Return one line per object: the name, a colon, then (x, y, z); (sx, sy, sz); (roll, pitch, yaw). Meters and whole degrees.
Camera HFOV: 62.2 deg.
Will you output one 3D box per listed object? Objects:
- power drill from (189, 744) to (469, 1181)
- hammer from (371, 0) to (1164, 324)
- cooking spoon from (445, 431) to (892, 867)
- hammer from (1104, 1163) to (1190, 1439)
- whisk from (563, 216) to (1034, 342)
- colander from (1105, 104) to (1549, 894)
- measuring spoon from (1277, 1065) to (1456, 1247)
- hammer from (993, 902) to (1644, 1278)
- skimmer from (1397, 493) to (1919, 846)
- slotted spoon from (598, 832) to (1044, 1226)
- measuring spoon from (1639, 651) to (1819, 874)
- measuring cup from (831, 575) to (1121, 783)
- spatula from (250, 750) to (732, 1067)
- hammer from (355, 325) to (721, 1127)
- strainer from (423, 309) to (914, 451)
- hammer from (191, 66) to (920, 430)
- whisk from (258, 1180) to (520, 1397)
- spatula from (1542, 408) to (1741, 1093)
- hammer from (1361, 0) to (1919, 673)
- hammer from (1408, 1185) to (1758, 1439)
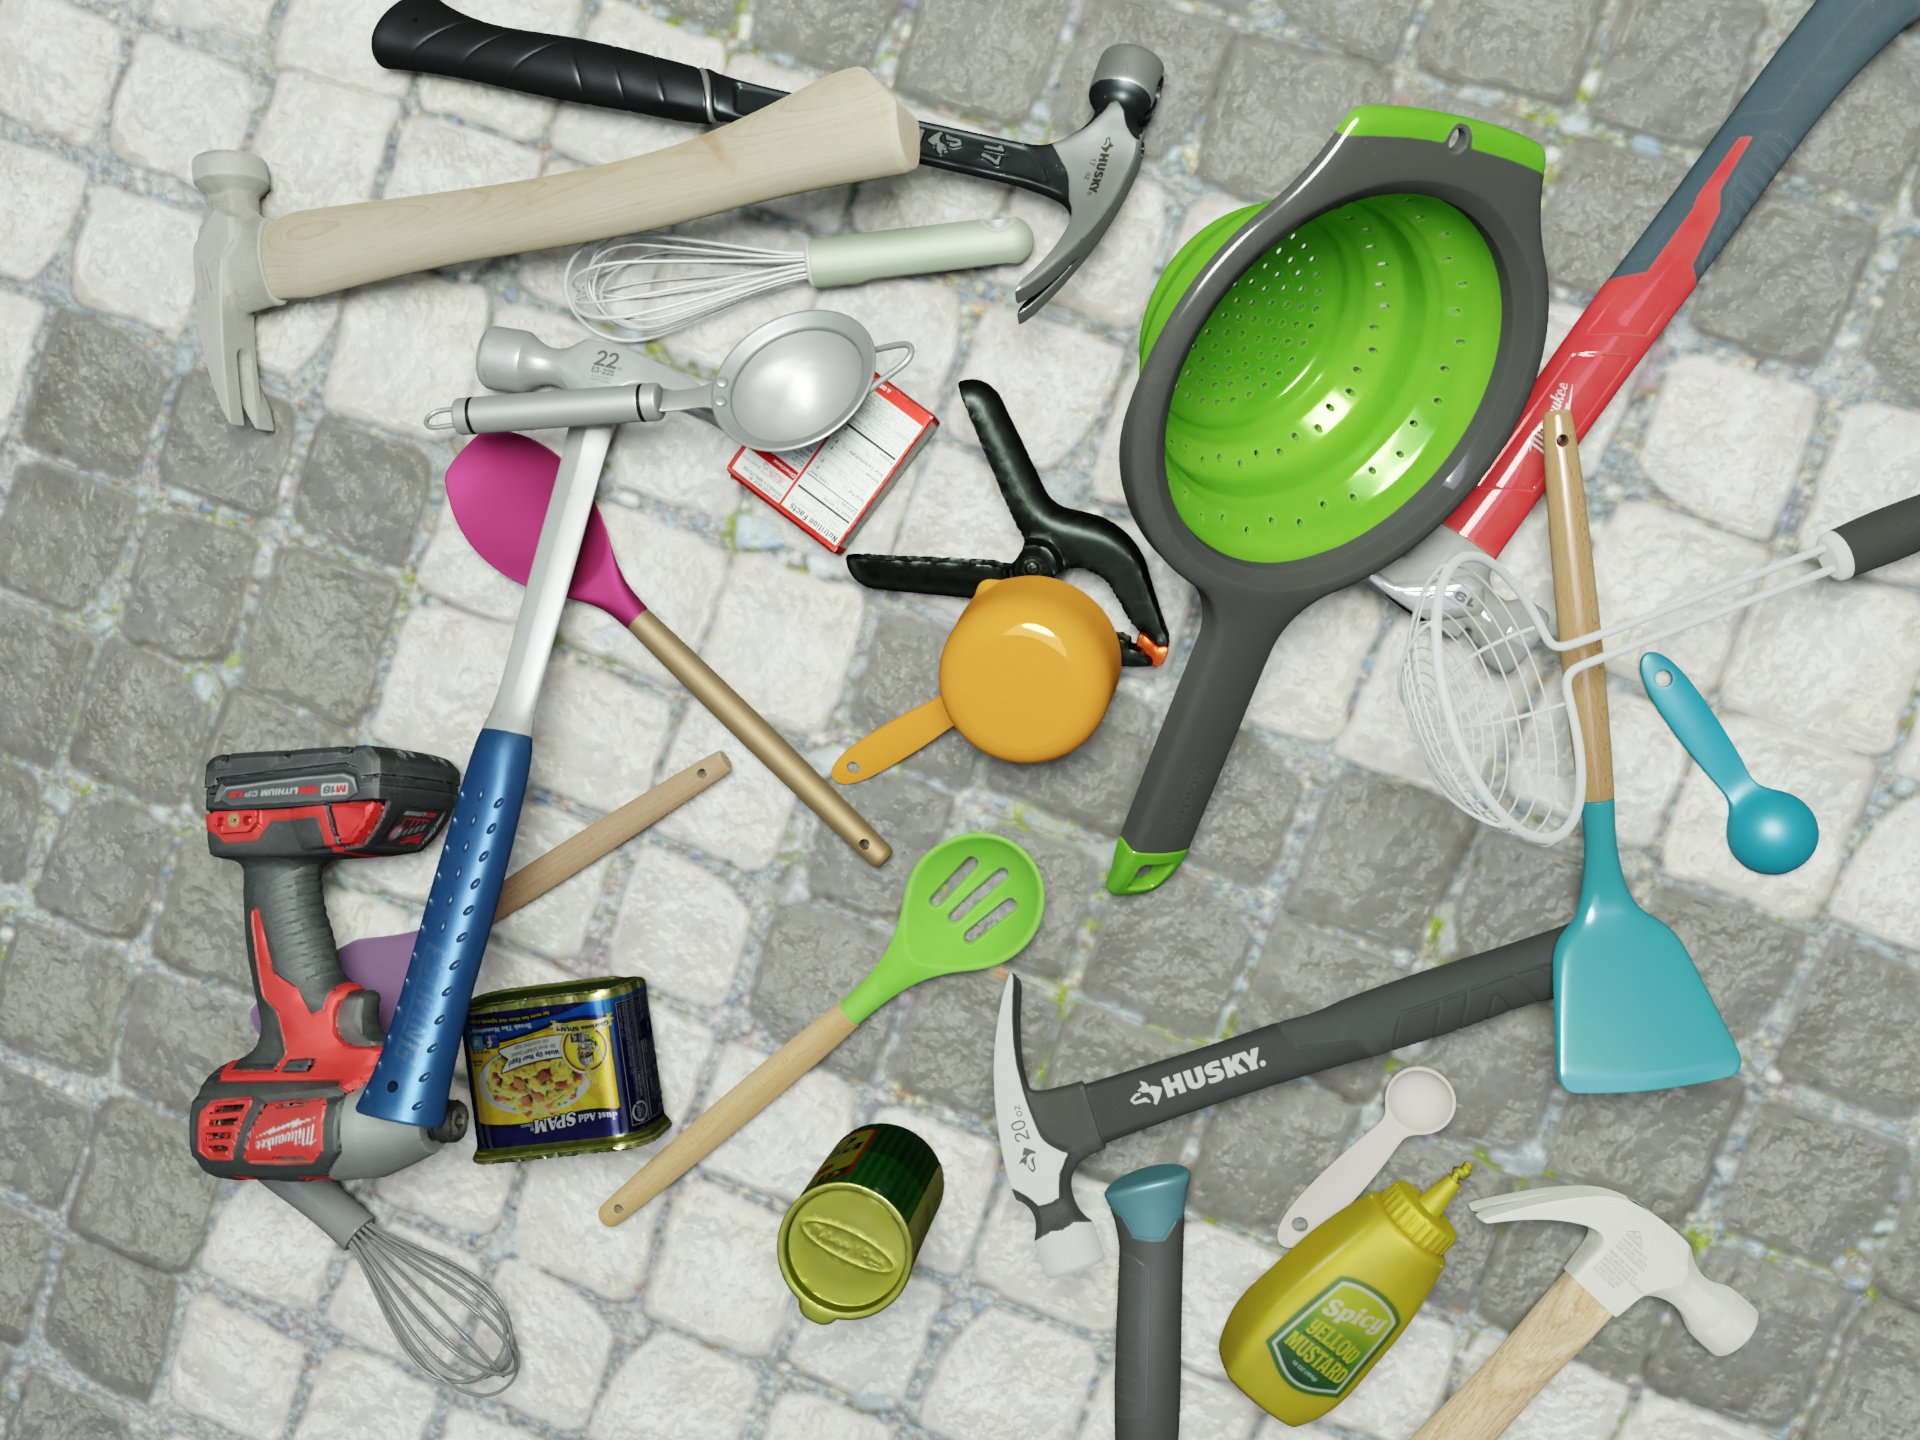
power drill: (-0.323, 0.127, 0.827); (0.143, 0.078, 0.220); (-3, 82, 14)
hammer: (-0.112, -0.309, 0.809); (0.409, 0.036, 0.149); (15, 74, 10)
cooking spoon: (-0.154, -0.036, 0.849); (0.319, 0.017, 0.069); (44, 93, 4)
hammer: (0.095, 0.395, 0.826); (0.128, 0.033, 0.331); (1, 93, 9)
whisk: (-0.085, -0.234, 0.821); (0.246, 0.058, 0.059); (-5, 126, 5)
colander: (0.125, -0.094, 0.744); (0.204, 0.095, 0.396); (-1, 125, -28)
measuring spoon: (0.205, 0.224, 0.816); (0.034, 0.018, 0.124); (41, 104, 9)
hammer: (0.176, 0.154, 0.793); (0.335, 0.035, 0.146); (-19, 72, 3)
skimmer: (0.351, -0.055, 0.693); (0.363, 0.090, 0.127); (-21, 90, -10)
slotted spoon: (-0.079, 0.170, 0.844); (0.313, 0.031, 0.070); (-41, 89, 9)
measuring spoon: (0.374, 0.020, 0.776); (0.042, 0.021, 0.128); (-35, 89, 8)
measuring cup: (-0.001, -0.003, 0.797); (0.173, 0.052, 0.095); (-30, 102, 20)
spatula: (-0.256, 0.104, 0.869); (0.316, 0.018, 0.060); (-32, 91, 9)
hammer: (-0.219, -0.003, 0.798); (0.144, 0.035, 0.406); (11, 77, 5)
strainer: (-0.146, -0.159, 0.794); (0.258, 0.050, 0.087); (-2, 61, 9)
hammer: (-0.215, -0.244, 0.795); (0.411, 0.038, 0.146); (-4, 92, 20)
whisk: (-0.334, 0.283, 0.874); (0.239, 0.055, 0.055); (38, 97, 9)
spatula: (0.300, 0.013, 0.744); (0.082, 0.044, 0.317); (-8, 96, 8)
hammer: (0.320, -0.219, 0.766); (0.143, 0.038, 0.386); (35, 97, 6)
hammer: (0.233, 0.367, 0.789); (0.130, 0.031, 0.331); (43, 90, 6)
